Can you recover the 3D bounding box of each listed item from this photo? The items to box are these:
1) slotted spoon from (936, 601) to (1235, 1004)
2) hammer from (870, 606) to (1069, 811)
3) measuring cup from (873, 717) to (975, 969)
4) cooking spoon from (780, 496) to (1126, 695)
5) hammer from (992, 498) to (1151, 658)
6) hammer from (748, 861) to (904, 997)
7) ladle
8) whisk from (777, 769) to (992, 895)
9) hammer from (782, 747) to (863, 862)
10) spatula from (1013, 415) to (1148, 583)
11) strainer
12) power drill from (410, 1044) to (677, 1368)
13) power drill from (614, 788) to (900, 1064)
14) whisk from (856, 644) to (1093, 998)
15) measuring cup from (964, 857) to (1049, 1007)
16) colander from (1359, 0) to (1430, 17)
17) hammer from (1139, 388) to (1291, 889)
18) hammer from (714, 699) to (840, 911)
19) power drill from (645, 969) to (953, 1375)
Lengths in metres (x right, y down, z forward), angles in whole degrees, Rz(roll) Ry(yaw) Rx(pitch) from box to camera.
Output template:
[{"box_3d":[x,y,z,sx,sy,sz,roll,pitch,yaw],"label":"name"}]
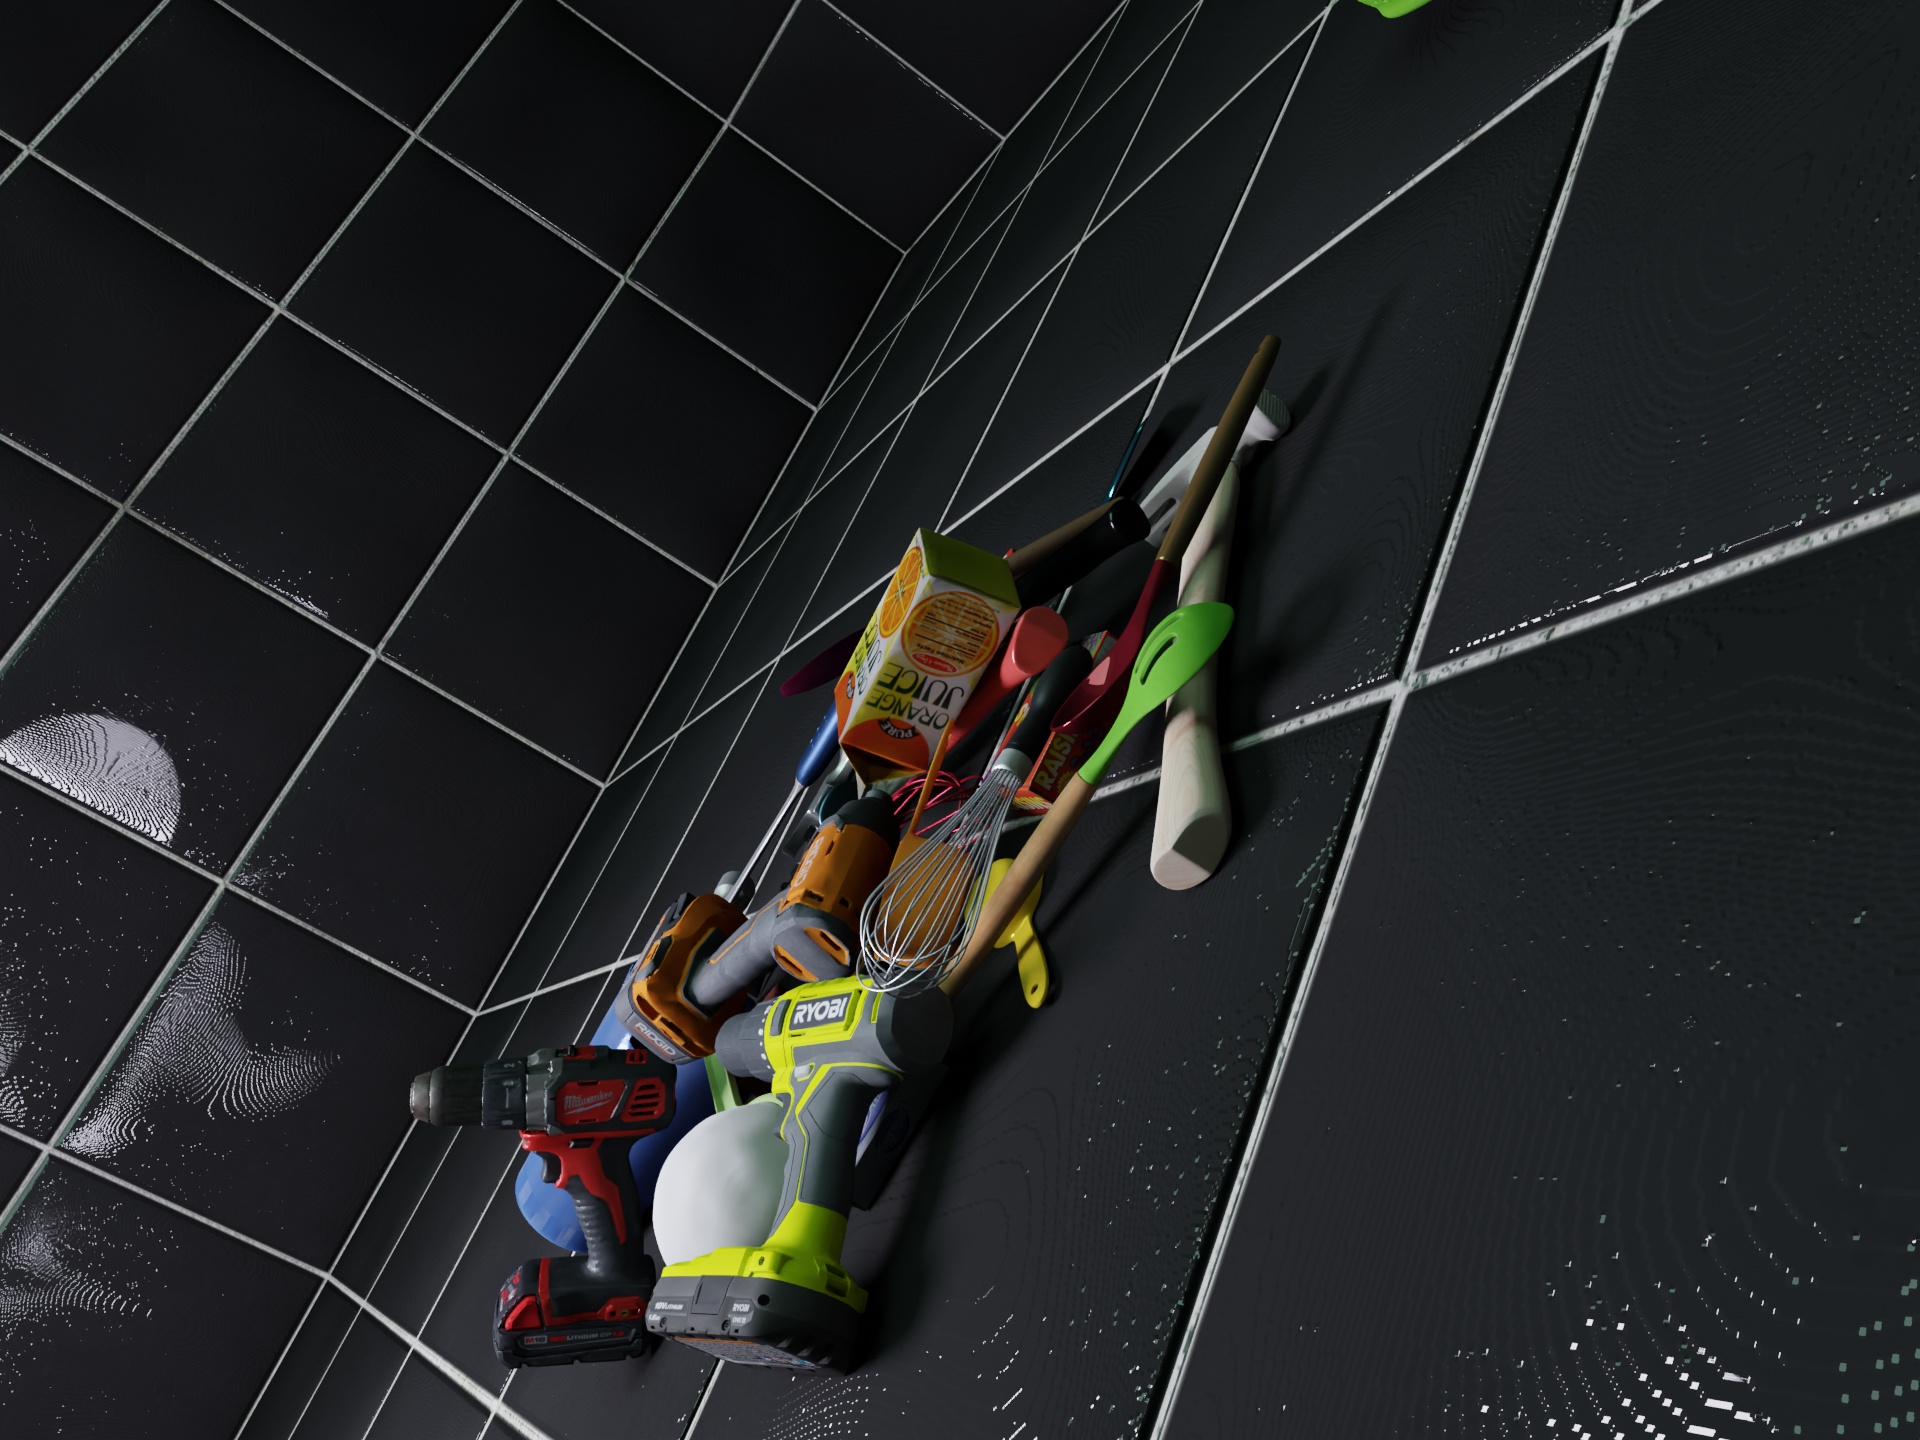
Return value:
[{"box_3d":[0.062,0.056,0.946,0.313,0.031,0.070,-58,14,19],"label":"slotted spoon"},{"box_3d":[-0.002,-0.004,1.242,0.359,0.036,0.149,-47,18,58],"label":"hammer"},{"box_3d":[-0.010,0.085,1.082,0.095,0.052,0.174,74,-148,-75],"label":"measuring cup"},{"box_3d":[-0.003,-0.099,1.272,0.319,0.017,0.068,-30,-12,-6],"label":"cooking spoon"},{"box_3d":[0.037,-0.086,1.210,0.146,0.035,0.334,-23,-6,-32],"label":"hammer"},{"box_3d":[-0.115,0.189,1.298,0.127,0.034,0.337,-60,17,-10],"label":"hammer"},{"box_3d":[0.140,-0.121,1.017,0.315,0.031,0.069,-63,15,-16],"label":"ladle"},{"box_3d":[-0.070,0.106,1.227,0.296,0.073,0.073,-33,29,47],"label":"whisk"},{"box_3d":[-0.111,0.073,1.396,0.128,0.033,0.331,-61,5,-5],"label":"hammer"},{"box_3d":[0.045,-0.139,1.343,0.317,0.044,0.082,-37,6,14],"label":"spatula"},{"box_3d":[-0.178,0.290,1.109,0.151,0.069,0.257,-54,34,20],"label":"strainer"},{"box_3d":[-0.305,0.350,1.169,0.080,0.188,0.226,-150,61,-75],"label":"power drill"},{"box_3d":[-0.132,0.140,1.127,0.226,0.084,0.164,-33,21,35],"label":"power drill"},{"box_3d":[0.018,0.053,0.979,0.070,0.070,0.285,-33,20,55],"label":"whisk"},{"box_3d":[0.030,0.132,0.988,0.062,0.029,0.157,-54,15,12],"label":"measuring cup"},{"box_3d":[0.433,-0.681,1.259,0.397,0.094,0.205,-36,20,9],"label":"colander"},{"box_3d":[0.143,-0.051,0.995,0.146,0.038,0.411,-46,20,39],"label":"hammer"},{"box_3d":[-0.130,0.056,1.287,0.405,0.035,0.144,-56,6,33],"label":"hammer"},{"box_3d":[-0.107,0.266,0.965,0.190,0.080,0.229,-18,46,42],"label":"power drill"}]
